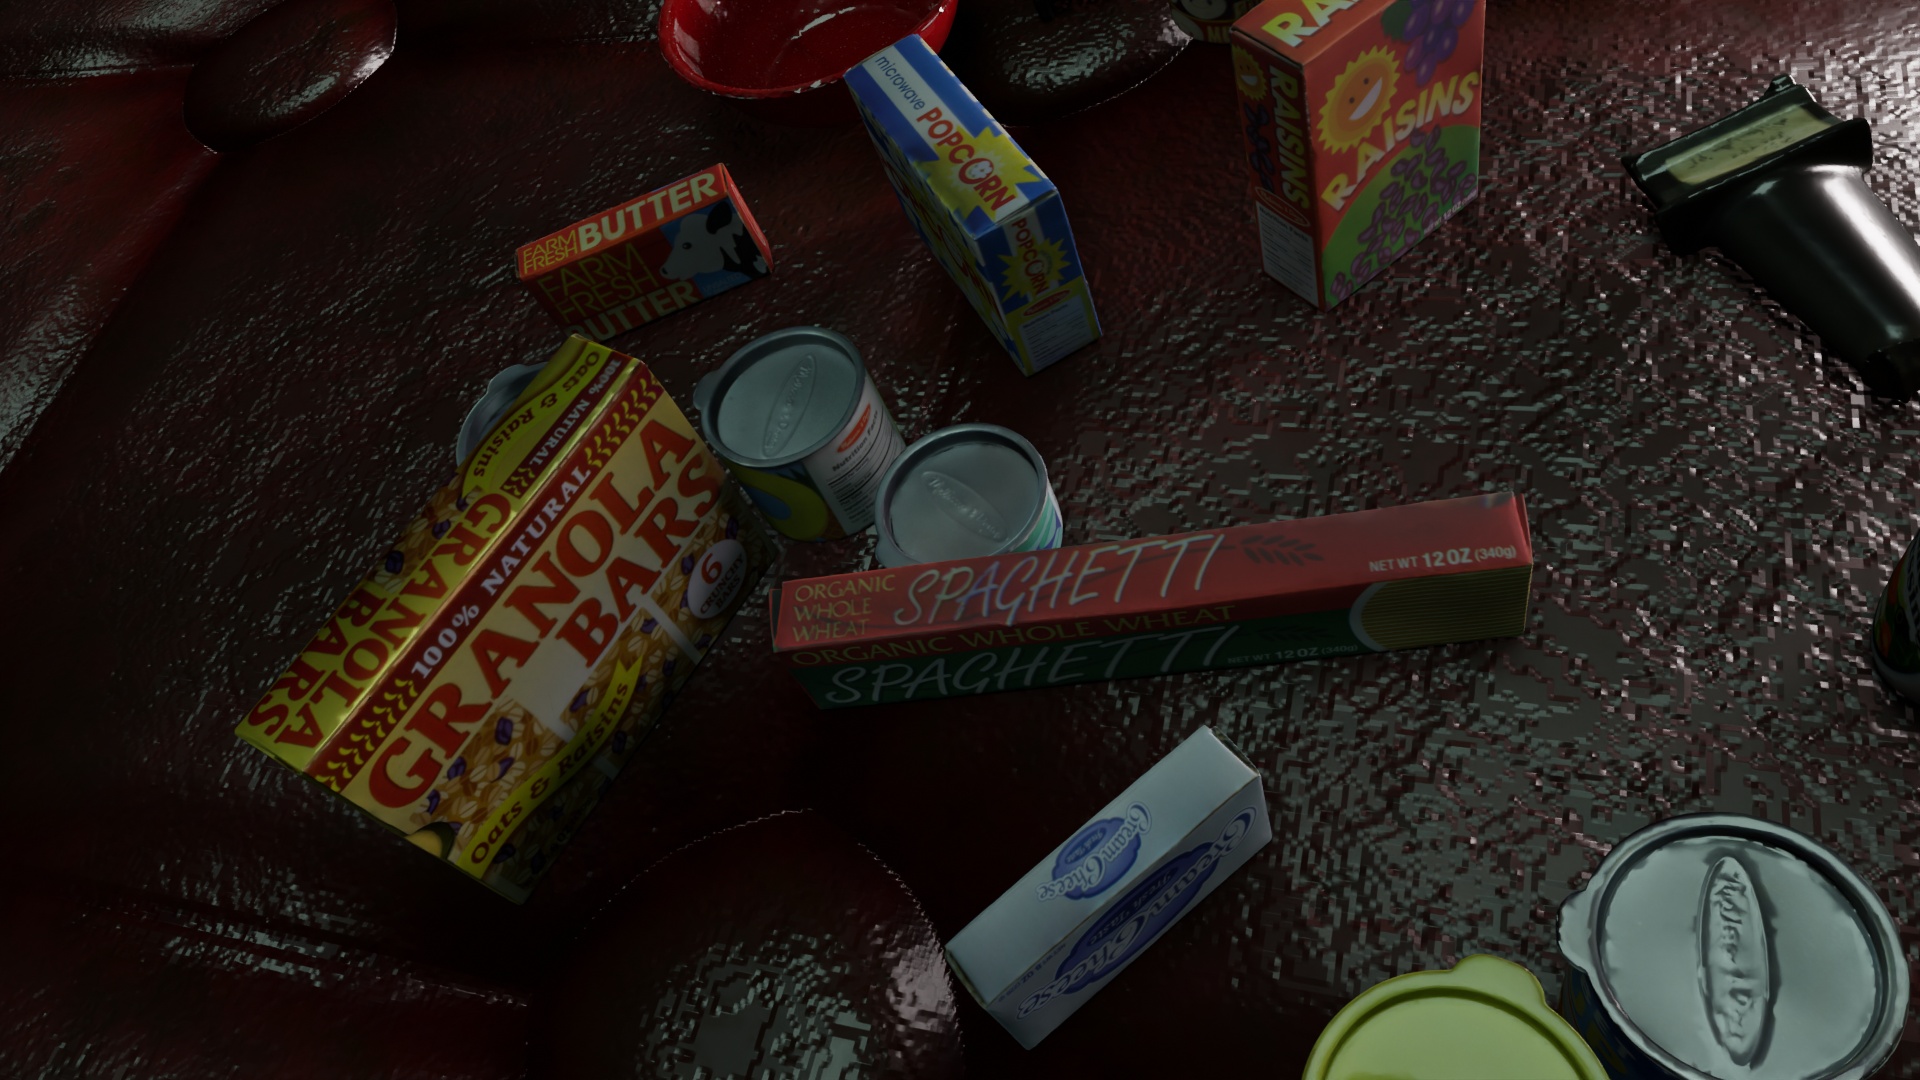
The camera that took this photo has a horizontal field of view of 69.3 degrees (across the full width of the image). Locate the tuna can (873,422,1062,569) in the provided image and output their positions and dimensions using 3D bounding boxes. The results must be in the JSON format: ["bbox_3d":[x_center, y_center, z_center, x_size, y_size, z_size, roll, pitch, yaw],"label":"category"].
[{"bbox_3d":[0.002,-0.006,0.518,0.071,0.032,0.071,-8,56,13],"label":"tuna can"}]

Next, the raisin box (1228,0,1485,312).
[{"bbox_3d":[0.149,-0.157,0.512,0.086,0.123,0.040,-37,55,-7],"label":"raisin box"}]

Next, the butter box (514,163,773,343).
[{"bbox_3d":[-0.143,-0.127,0.631,0.103,0.053,0.024,-21,54,4],"label":"butter box"}]

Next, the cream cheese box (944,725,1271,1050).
[{"bbox_3d":[0.047,0.105,0.417,0.104,0.053,0.024,-39,55,-9],"label":"cream cheese box"}]

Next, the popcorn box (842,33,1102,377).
[{"bbox_3d":[0.005,-0.139,0.571,0.038,0.085,0.127,-31,54,-3],"label":"popcorn box"}]

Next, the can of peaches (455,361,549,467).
[{"bbox_3d":[-0.163,-0.032,0.572,0.071,0.058,0.071,-8,56,13],"label":"can of peaches"}]

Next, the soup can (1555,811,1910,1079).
[{"bbox_3d":[0.185,0.113,0.348,0.071,0.083,0.072,-8,56,13],"label":"soup can"}]

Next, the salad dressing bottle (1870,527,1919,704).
[{"bbox_3d":[0.277,-0.005,0.356,0.044,0.147,0.064,11,62,24],"label":"salad dressing bottle"}]

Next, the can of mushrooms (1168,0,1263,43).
[{"bbox_3d":[0.128,-0.263,0.644,0.071,0.033,0.071,-8,56,13],"label":"can of mushrooms"}]

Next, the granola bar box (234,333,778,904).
[{"bbox_3d":[-0.144,0.030,0.484,0.039,0.123,0.166,22,67,29],"label":"granola bar box"}]

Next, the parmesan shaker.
[{"bbox_3d":[0.120,0.148,0.335,0.071,0.102,0.071,-8,56,13],"label":"parmesan shaker"}]

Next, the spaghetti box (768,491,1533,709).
[{"bbox_3d":[0.059,0.023,0.469,0.250,0.050,0.029,-7,56,13],"label":"spaghetti box"}]

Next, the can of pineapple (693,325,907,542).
[{"bbox_3d":[-0.061,-0.041,0.545,0.071,0.057,0.071,-8,56,13],"label":"can of pineapple"}]
